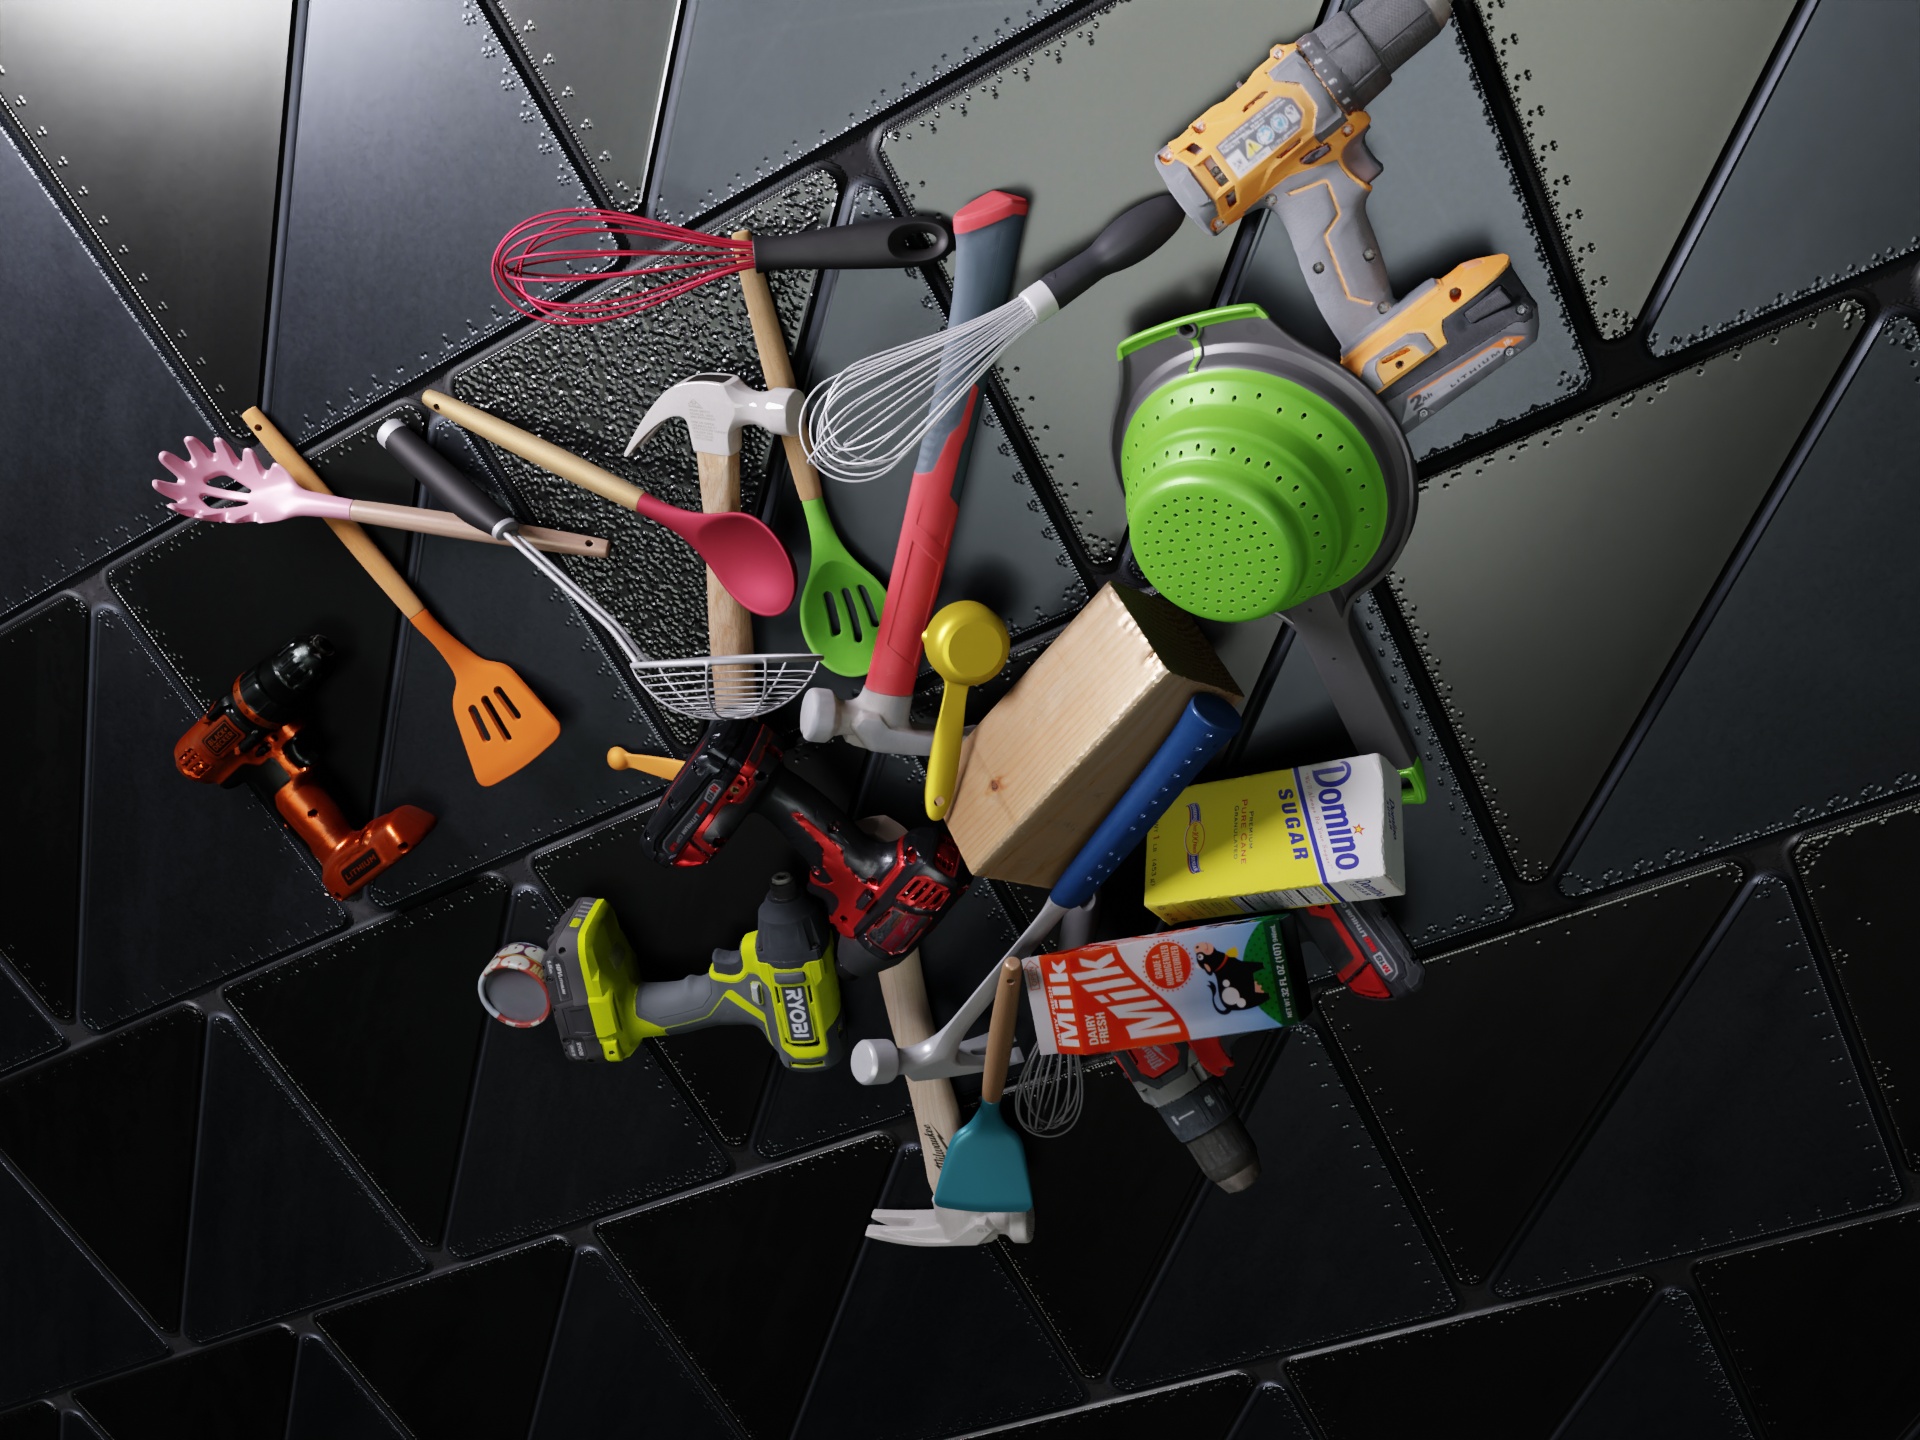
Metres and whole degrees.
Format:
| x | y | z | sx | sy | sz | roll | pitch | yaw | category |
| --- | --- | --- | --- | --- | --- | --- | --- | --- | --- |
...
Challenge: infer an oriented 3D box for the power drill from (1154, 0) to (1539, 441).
| x | y | z | sx | sy | sz | roll | pitch | yaw | category |
| --- | --- | --- | --- | --- | --- | --- | --- | --- | --- |
| 0.252 | -0.305 | 0.943 | 0.185 | 0.084 | 0.226 | -36 | 100 | 22 | power drill |

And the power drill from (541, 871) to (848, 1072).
| x | y | z | sx | sy | sz | roll | pitch | yaw | category |
| --- | --- | --- | --- | --- | --- | --- | --- | --- | --- |
| -0.210 | 0.201 | 1.277 | 0.223 | 0.080 | 0.171 | -4 | 116 | 8 | power drill |

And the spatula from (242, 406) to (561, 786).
| x | y | z | sx | sy | sz | roll | pitch | yaw | category |
| --- | --- | --- | --- | --- | --- | --- | --- | --- | --- |
| -0.423 | -0.097 | 1.185 | 0.081 | 0.041 | 0.322 | -34 | 105 | 10 | spatula |

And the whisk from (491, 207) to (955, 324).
| x | y | z | sx | sy | sz | roll | pitch | yaw | category |
| --- | --- | --- | --- | --- | --- | --- | --- | --- | --- |
| -0.150 | -0.296 | 1.013 | 0.296 | 0.073 | 0.073 | -5 | 116 | -2 | whisk |

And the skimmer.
| x | y | z | sx | sy | sz | roll | pitch | yaw | category |
| --- | --- | --- | --- | --- | --- | --- | --- | --- | --- |
| -0.256 | -0.118 | 1.096 | 0.363 | 0.127 | 0.090 | 39 | 105 | 12 | skimmer |

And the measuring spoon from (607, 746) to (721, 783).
| x | y | z | sx | sy | sz | roll | pitch | yaw | category |
| --- | --- | --- | --- | --- | --- | --- | --- | --- | --- |
| -0.223 | 0.040 | 1.216 | 0.117 | 0.011 | 0.021 | 12 | 123 | 23 | measuring spoon |

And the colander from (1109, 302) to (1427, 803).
| x | y | z | sx | sy | sz | roll | pitch | yaw | category |
| --- | --- | --- | --- | --- | --- | --- | --- | --- | --- |
| 0.211 | -0.068 | 1.026 | 0.204 | 0.094 | 0.396 | -7 | 127 | 41 | colander |

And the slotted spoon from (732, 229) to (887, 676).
| x | y | z | sx | sy | sz | roll | pitch | yaw | category |
| --- | --- | --- | --- | --- | --- | --- | --- | --- | --- |
| -0.107 | -0.179 | 1.097 | 0.070 | 0.031 | 0.313 | -9 | 112 | 14 | slotted spoon |

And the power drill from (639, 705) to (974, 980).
| x | y | z | sx | sy | sz | roll | pitch | yaw | category |
| --- | --- | --- | --- | --- | --- | --- | --- | --- | --- |
| -0.115 | 0.101 | 1.170 | 0.219 | 0.079 | 0.143 | 33 | 119 | -11 | power drill |

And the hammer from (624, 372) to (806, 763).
| x | y | z | sx | sy | sz | roll | pitch | yaw | category |
| --- | --- | --- | --- | --- | --- | --- | --- | --- | --- |
| -0.169 | -0.086 | 1.140 | 0.130 | 0.031 | 0.331 | 12 | 122 | 19 | hammer |

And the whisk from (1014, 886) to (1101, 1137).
| x | y | z | sx | sy | sz | roll | pitch | yaw | category |
| --- | --- | --- | --- | --- | --- | --- | --- | --- | --- |
| 0.084 | 0.228 | 1.252 | 0.055 | 0.055 | 0.238 | 11 | 113 | 5 | whisk |

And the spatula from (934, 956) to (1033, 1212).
| x | y | z | sx | sy | sz | roll | pitch | yaw | category |
| --- | --- | --- | --- | --- | --- | --- | --- | --- | --- |
| 0.028 | 0.284 | 1.220 | 0.082 | 0.044 | 0.317 | 4 | 137 | -1 | spatula |

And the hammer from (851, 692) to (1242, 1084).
| x | y | z | sx | sy | sz | roll | pitch | yaw | category |
| --- | --- | --- | --- | --- | --- | --- | --- | --- | --- |
| 0.072 | 0.134 | 1.135 | 0.144 | 0.035 | 0.405 | 6 | 133 | -38 | hammer |

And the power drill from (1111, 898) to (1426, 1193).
| x | y | z | sx | sy | sz | roll | pitch | yaw | category |
| --- | --- | --- | --- | --- | --- | --- | --- | --- | --- |
| 0.222 | 0.214 | 1.148 | 0.226 | 0.080 | 0.188 | -34 | 82 | 11 | power drill |

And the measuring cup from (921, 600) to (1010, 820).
| x | y | z | sx | sy | sz | roll | pitch | yaw | category |
| --- | --- | --- | --- | --- | --- | --- | --- | --- | --- |
| -0.002 | -0.003 | 1.091 | 0.062 | 0.029 | 0.156 | 6 | 100 | -18 | measuring cup |

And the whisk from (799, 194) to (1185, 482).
| x | y | z | sx | sy | sz | roll | pitch | yaw | category |
| --- | --- | --- | --- | --- | --- | --- | --- | --- | --- |
| 0.022 | -0.240 | 0.982 | 0.284 | 0.070 | 0.070 | -35 | 107 | -2 | whisk |

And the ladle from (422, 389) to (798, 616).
| x | y | z | sx | sy | sz | roll | pitch | yaw | category |
| --- | --- | --- | --- | --- | --- | --- | --- | --- | --- |
| -0.242 | -0.160 | 1.097 | 0.315 | 0.031 | 0.069 | 27 | 126 | 11 | ladle |

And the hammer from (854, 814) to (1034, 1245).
| x | y | z | sx | sy | sz | roll | pitch | yaw | category |
| --- | --- | --- | --- | --- | --- | --- | --- | --- | --- |
| -0.043 | 0.264 | 1.298 | 0.146 | 0.038 | 0.410 | -5 | 114 | 14 | hammer |

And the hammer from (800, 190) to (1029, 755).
| x | y | z | sx | sy | sz | roll | pitch | yaw | category |
| --- | --- | --- | --- | --- | --- | --- | --- | --- | --- |
| -0.001 | -0.154 | 1.072 | 0.143 | 0.038 | 0.386 | 6 | 114 | -21 | hammer |

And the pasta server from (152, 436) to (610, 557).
| x | y | z | sx | sy | sz | roll | pitch | yaw | category |
| --- | --- | --- | --- | --- | --- | --- | --- | --- | --- |
| -0.411 | -0.149 | 1.143 | 0.316 | 0.040 | 0.060 | 9 | 77 | -3 | pasta server |
